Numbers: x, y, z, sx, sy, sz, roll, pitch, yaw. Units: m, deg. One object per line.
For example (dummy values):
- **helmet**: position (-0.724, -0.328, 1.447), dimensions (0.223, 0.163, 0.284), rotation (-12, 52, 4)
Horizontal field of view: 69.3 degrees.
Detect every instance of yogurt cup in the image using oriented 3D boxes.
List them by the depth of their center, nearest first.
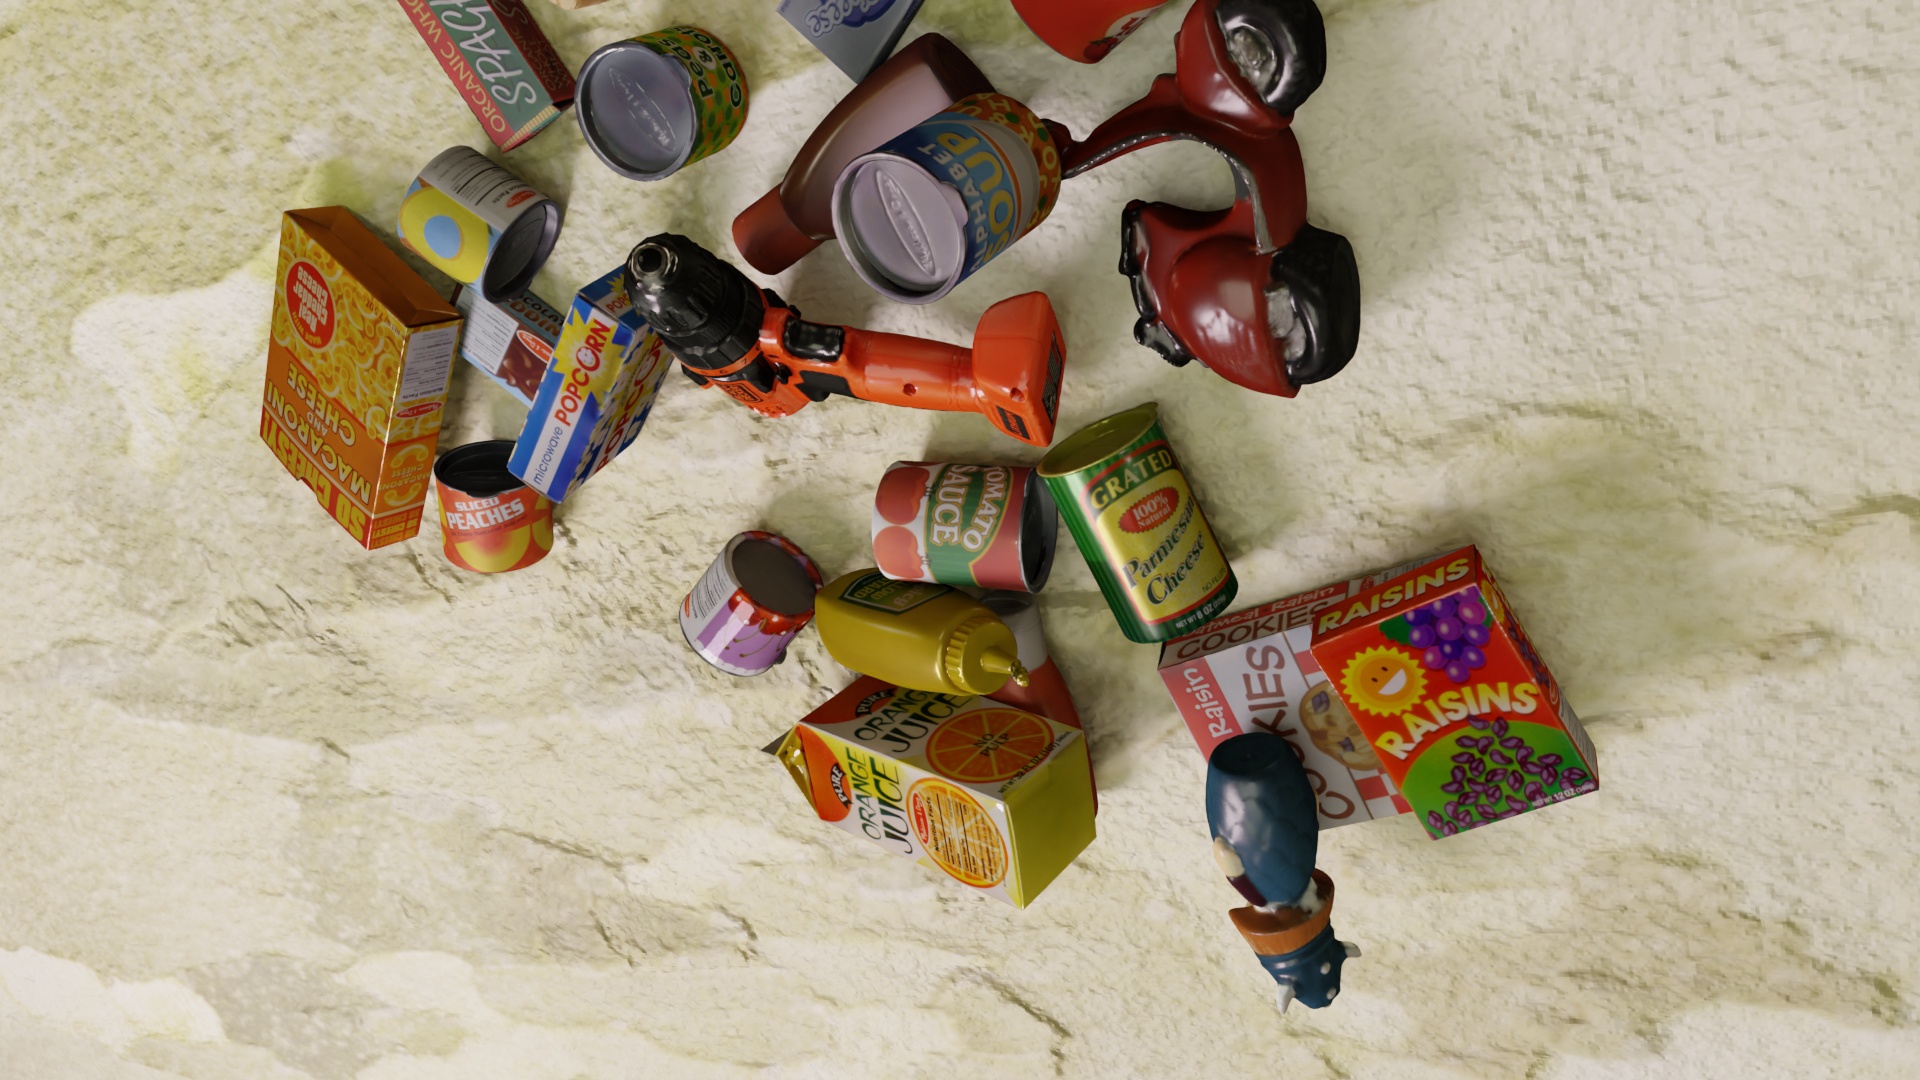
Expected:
- **yogurt cup**: position (0.057, -0.243, 0.595), dimensions (0.072, 0.073, 0.053), rotation (44, 131, -5)

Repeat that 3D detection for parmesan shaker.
- **parmesan shaker**: position (0.093, -0.008, 0.706), dimensions (0.071, 0.072, 0.103), rotation (-20, 109, 29)

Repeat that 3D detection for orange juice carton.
- **orange juice carton**: position (-0.024, 0.128, 0.783), dimensions (0.193, 0.072, 0.072), rotation (14, 124, 38)

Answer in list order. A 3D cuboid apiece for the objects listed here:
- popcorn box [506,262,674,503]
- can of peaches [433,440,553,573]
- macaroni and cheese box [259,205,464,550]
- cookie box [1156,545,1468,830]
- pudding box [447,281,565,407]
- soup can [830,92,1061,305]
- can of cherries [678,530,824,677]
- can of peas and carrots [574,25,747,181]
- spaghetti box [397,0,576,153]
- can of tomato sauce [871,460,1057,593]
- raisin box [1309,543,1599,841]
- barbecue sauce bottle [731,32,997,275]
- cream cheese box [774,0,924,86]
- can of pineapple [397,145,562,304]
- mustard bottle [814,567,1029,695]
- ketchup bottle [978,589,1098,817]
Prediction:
- **popcorn box**: position (-0.193, -0.091, 0.760), dimensions (0.038, 0.085, 0.126), rotation (34, 123, 0)
- **can of peaches**: position (-0.282, -0.019, 0.842), dimensions (0.071, 0.071, 0.057), rotation (15, 122, 13)
- **macaroni and cheese box**: position (-0.363, -0.095, 0.830), dimensions (0.124, 0.040, 0.165), rotation (40, 125, 20)
- **cookie box**: position (0.204, 0.085, 0.727), dimensions (0.167, 0.040, 0.122), rotation (-20, 108, 28)
- **pudding box**: position (-0.256, -0.115, 0.805), dimensions (0.084, 0.030, 0.049), rotation (37, 123, -1)
- **soup can**: position (-0.002, -0.148, 0.593), dimensions (0.071, 0.084, 0.071), rotation (21, 132, 25)
- **can of cherries**: position (-0.120, 0.037, 0.813), dimensions (0.071, 0.072, 0.058), rotation (40, 123, -3)
- **can of peas and carrots**: position (-0.145, -0.219, 0.688), dimensions (0.071, 0.059, 0.070), rotation (9, 119, 16)
- **spaghetti box**: position (-0.286, -0.319, 0.707), dimensions (0.050, 0.029, 0.249), rotation (-25, 106, 30)
- **can of tomato sauce**: position (0.003, -0.009, 0.737), dimensions (0.083, 0.071, 0.071), rotation (4, 118, 20)
- **raisin box**: position (0.235, 0.074, 0.661), dimensions (0.086, 0.040, 0.123), rotation (-27, 105, 30)
- **barbecue sauce bottle**: position (-0.050, -0.180, 0.678), dimensions (0.148, 0.044, 0.064), rotation (-27, 129, 32)
- **cream cheese box**: position (-0.037, -0.269, 0.640), dimensions (0.053, 0.024, 0.103), rotation (40, 124, -3)
- **can of pineapple**: position (-0.261, -0.170, 0.755), dimensions (0.058, 0.071, 0.070), rotation (34, 124, 2)
- **mustard bottle**: position (-0.015, 0.051, 0.744), dimensions (0.160, 0.065, 0.048), rotation (14, 121, 50)
- **ketchup bottle**: position (0.038, 0.100, 0.797), dimensions (0.064, 0.044, 0.148), rotation (2, 117, 28)
